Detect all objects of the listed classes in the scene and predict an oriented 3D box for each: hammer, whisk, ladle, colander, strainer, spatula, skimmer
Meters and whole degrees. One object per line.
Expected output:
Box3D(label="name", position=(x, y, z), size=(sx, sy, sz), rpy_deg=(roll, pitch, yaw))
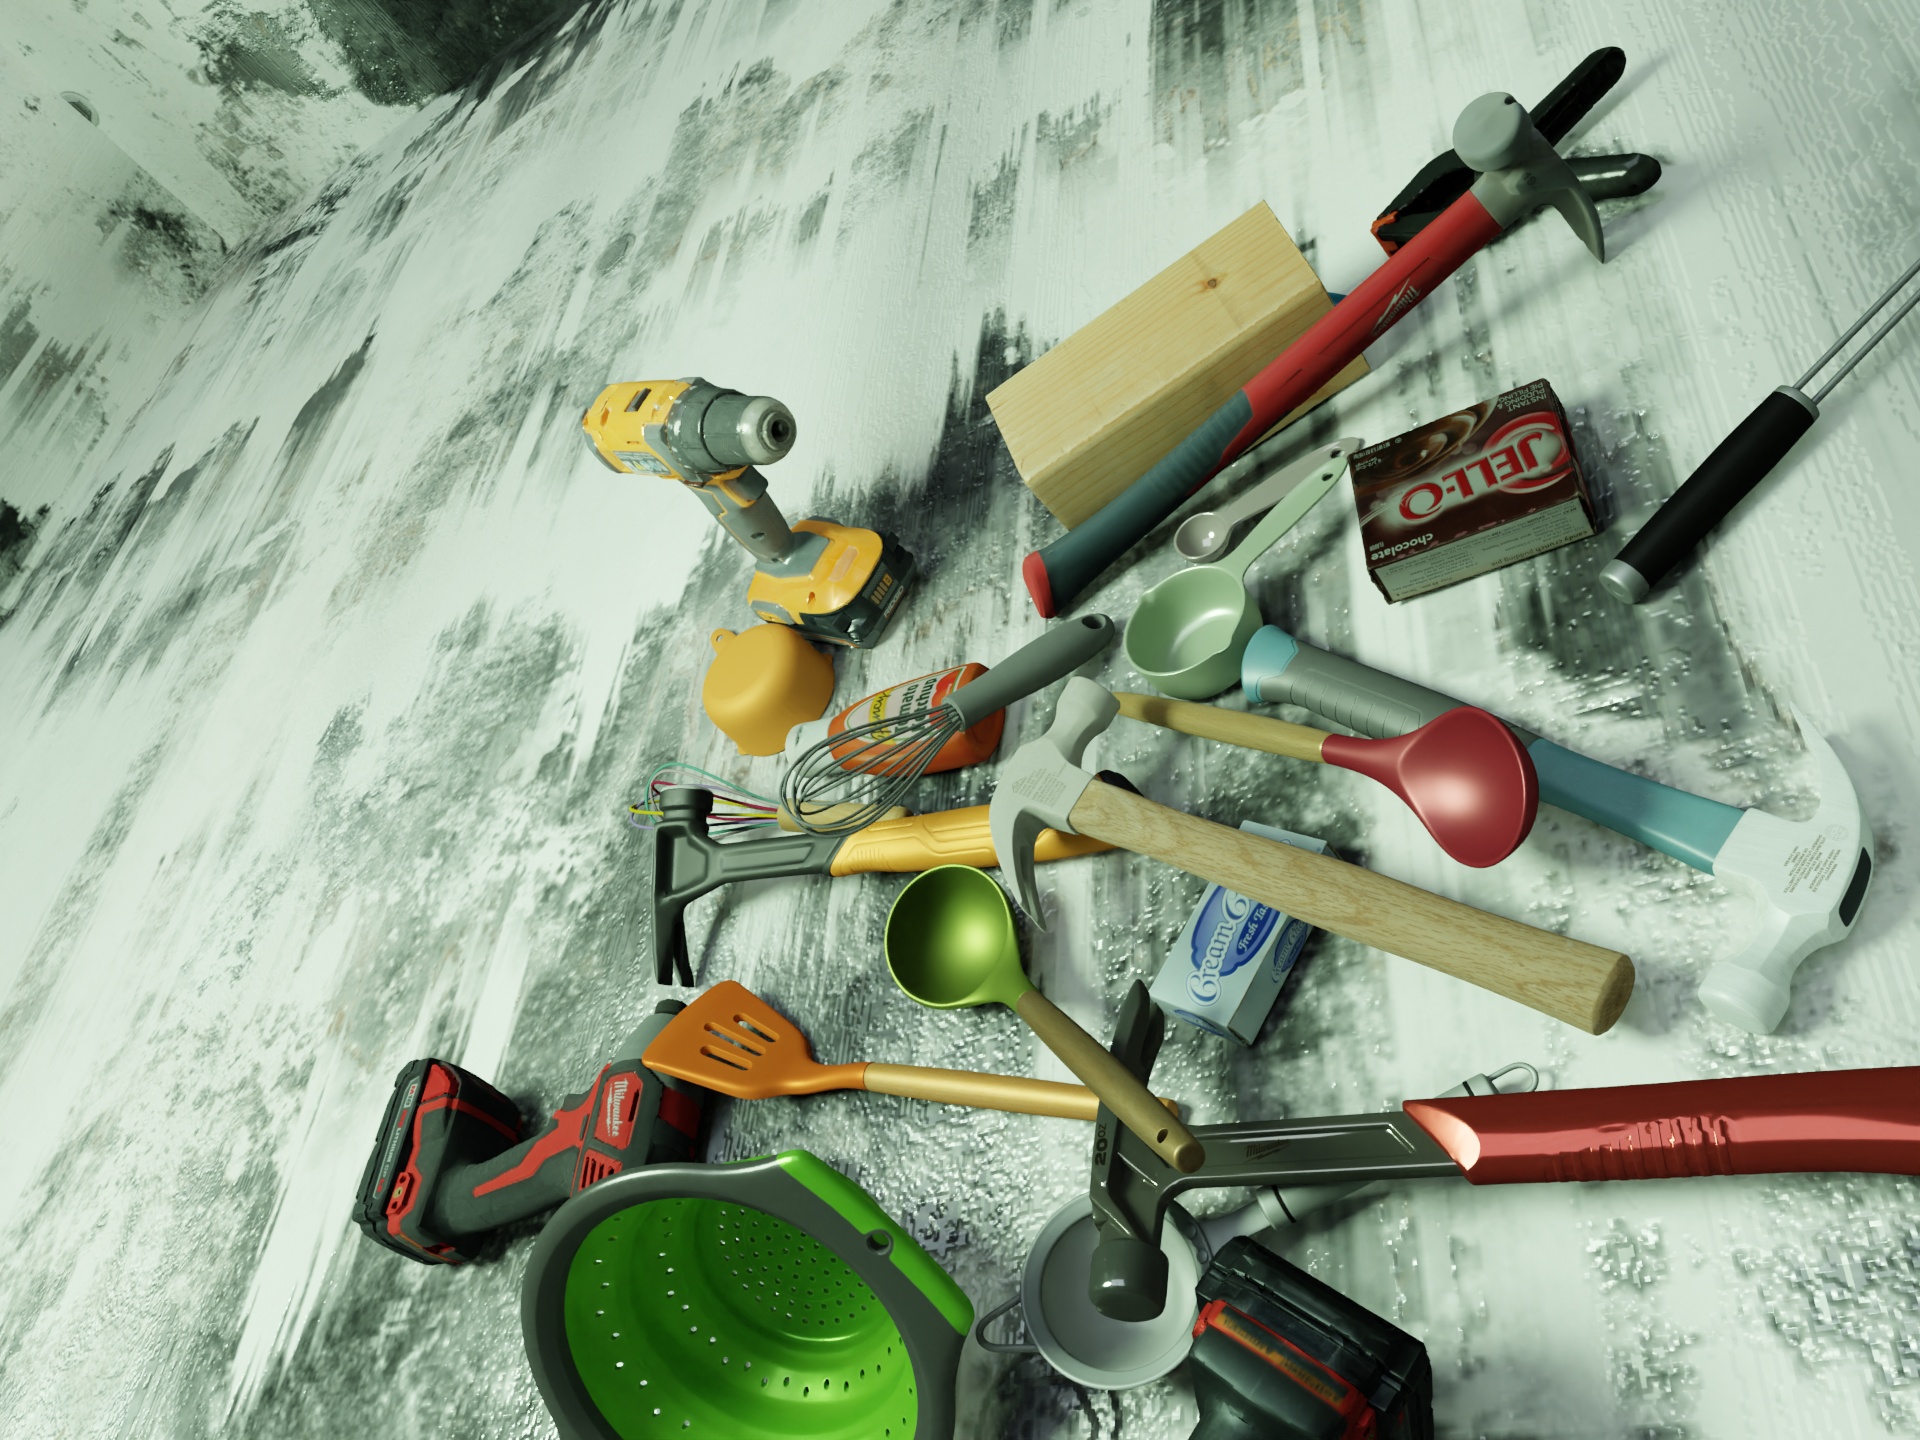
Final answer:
Box3D(label="hammer", position=(-0.047, 0.082, 0.928), size=(0.337, 0.034, 0.127), rpy_deg=(-10, 72, 30))
Box3D(label="hammer", position=(0.251, 0.017, 0.734), size=(0.128, 0.033, 0.331), rpy_deg=(-52, 39, -7))
Box3D(label="hammer", position=(0.191, -0.185, 0.934), size=(0.386, 0.143, 0.038), rpy_deg=(-40, 53, 25))
Box3D(label="whisk", position=(-0.125, 0.058, 1.034), size=(0.245, 0.047, 0.051), rpy_deg=(2, 70, 38))
Box3D(label="whisk", position=(-0.001, -0.003, 0.912), size=(0.239, 0.055, 0.055), rpy_deg=(-31, 33, -24))
Box3D(label="hammer", position=(0.220, 0.151, 0.609), size=(0.359, 0.036, 0.149), rpy_deg=(-12, 43, 27))
Box3D(label="ladle", position=(0.165, 0.012, 0.787), size=(0.316, 0.031, 0.069), rpy_deg=(16, 106, 59))
Box3D(label="colander", position=(-0.141, 0.324, 0.766), size=(0.397, 0.204, 0.094), rpy_deg=(-46, 1, 24))
Box3D(label="strainer", position=(0.127, 0.210, 0.671), size=(0.258, 0.050, 0.087), rpy_deg=(-31, 47, 9))
Box3D(label="ladle", position=(0.031, 0.133, 0.733), size=(0.078, 0.062, 0.320), rpy_deg=(-58, 18, -2))
Box3D(label="hammer", position=(0.144, 0.073, 0.741), size=(0.331, 0.031, 0.130), rpy_deg=(19, 69, 42))
Box3D(label="spatula", position=(-0.031, 0.182, 0.835), size=(0.323, 0.041, 0.081), rpy_deg=(-3, 26, 38))
Box3D(label="skimmer", position=(0.428, -0.200, 0.722), size=(0.363, 0.090, 0.127), rpy_deg=(-46, 70, 2))

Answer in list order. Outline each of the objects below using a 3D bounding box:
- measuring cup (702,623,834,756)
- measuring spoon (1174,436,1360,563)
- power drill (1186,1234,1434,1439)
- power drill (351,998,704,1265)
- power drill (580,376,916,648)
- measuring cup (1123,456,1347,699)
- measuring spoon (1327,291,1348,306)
Box3D(label="measuring cup", position=(-0.158, -0.043, 1.138), size=(0.095, 0.052, 0.174), rpy_deg=(-47, 40, -2))
Box3D(label="measuring spoon", position=(0.184, -0.129, 0.944), size=(0.124, 0.018, 0.034), rpy_deg=(-31, 47, 7))
Box3D(label="power drill", position=(0.073, 0.316, 0.547), size=(0.080, 0.187, 0.227), rpy_deg=(23, 56, 35))
Box3D(label="power drill", position=(-0.247, 0.246, 0.949), size=(0.219, 0.078, 0.143), rpy_deg=(-16, 47, 28))
Box3D(label="power drill", position=(-0.124, -0.141, 1.056), size=(0.185, 0.226, 0.084), rpy_deg=(11, 64, 46))
Box3D(label="measuring cup", position=(0.165, -0.079, 0.895), size=(0.167, 0.038, 0.083), rpy_deg=(-46, 38, -3))
Box3D(label="measuring spoon", position=(0.225, -0.264, 1.025), size=(0.129, 0.021, 0.042), rpy_deg=(27, 83, 41))
